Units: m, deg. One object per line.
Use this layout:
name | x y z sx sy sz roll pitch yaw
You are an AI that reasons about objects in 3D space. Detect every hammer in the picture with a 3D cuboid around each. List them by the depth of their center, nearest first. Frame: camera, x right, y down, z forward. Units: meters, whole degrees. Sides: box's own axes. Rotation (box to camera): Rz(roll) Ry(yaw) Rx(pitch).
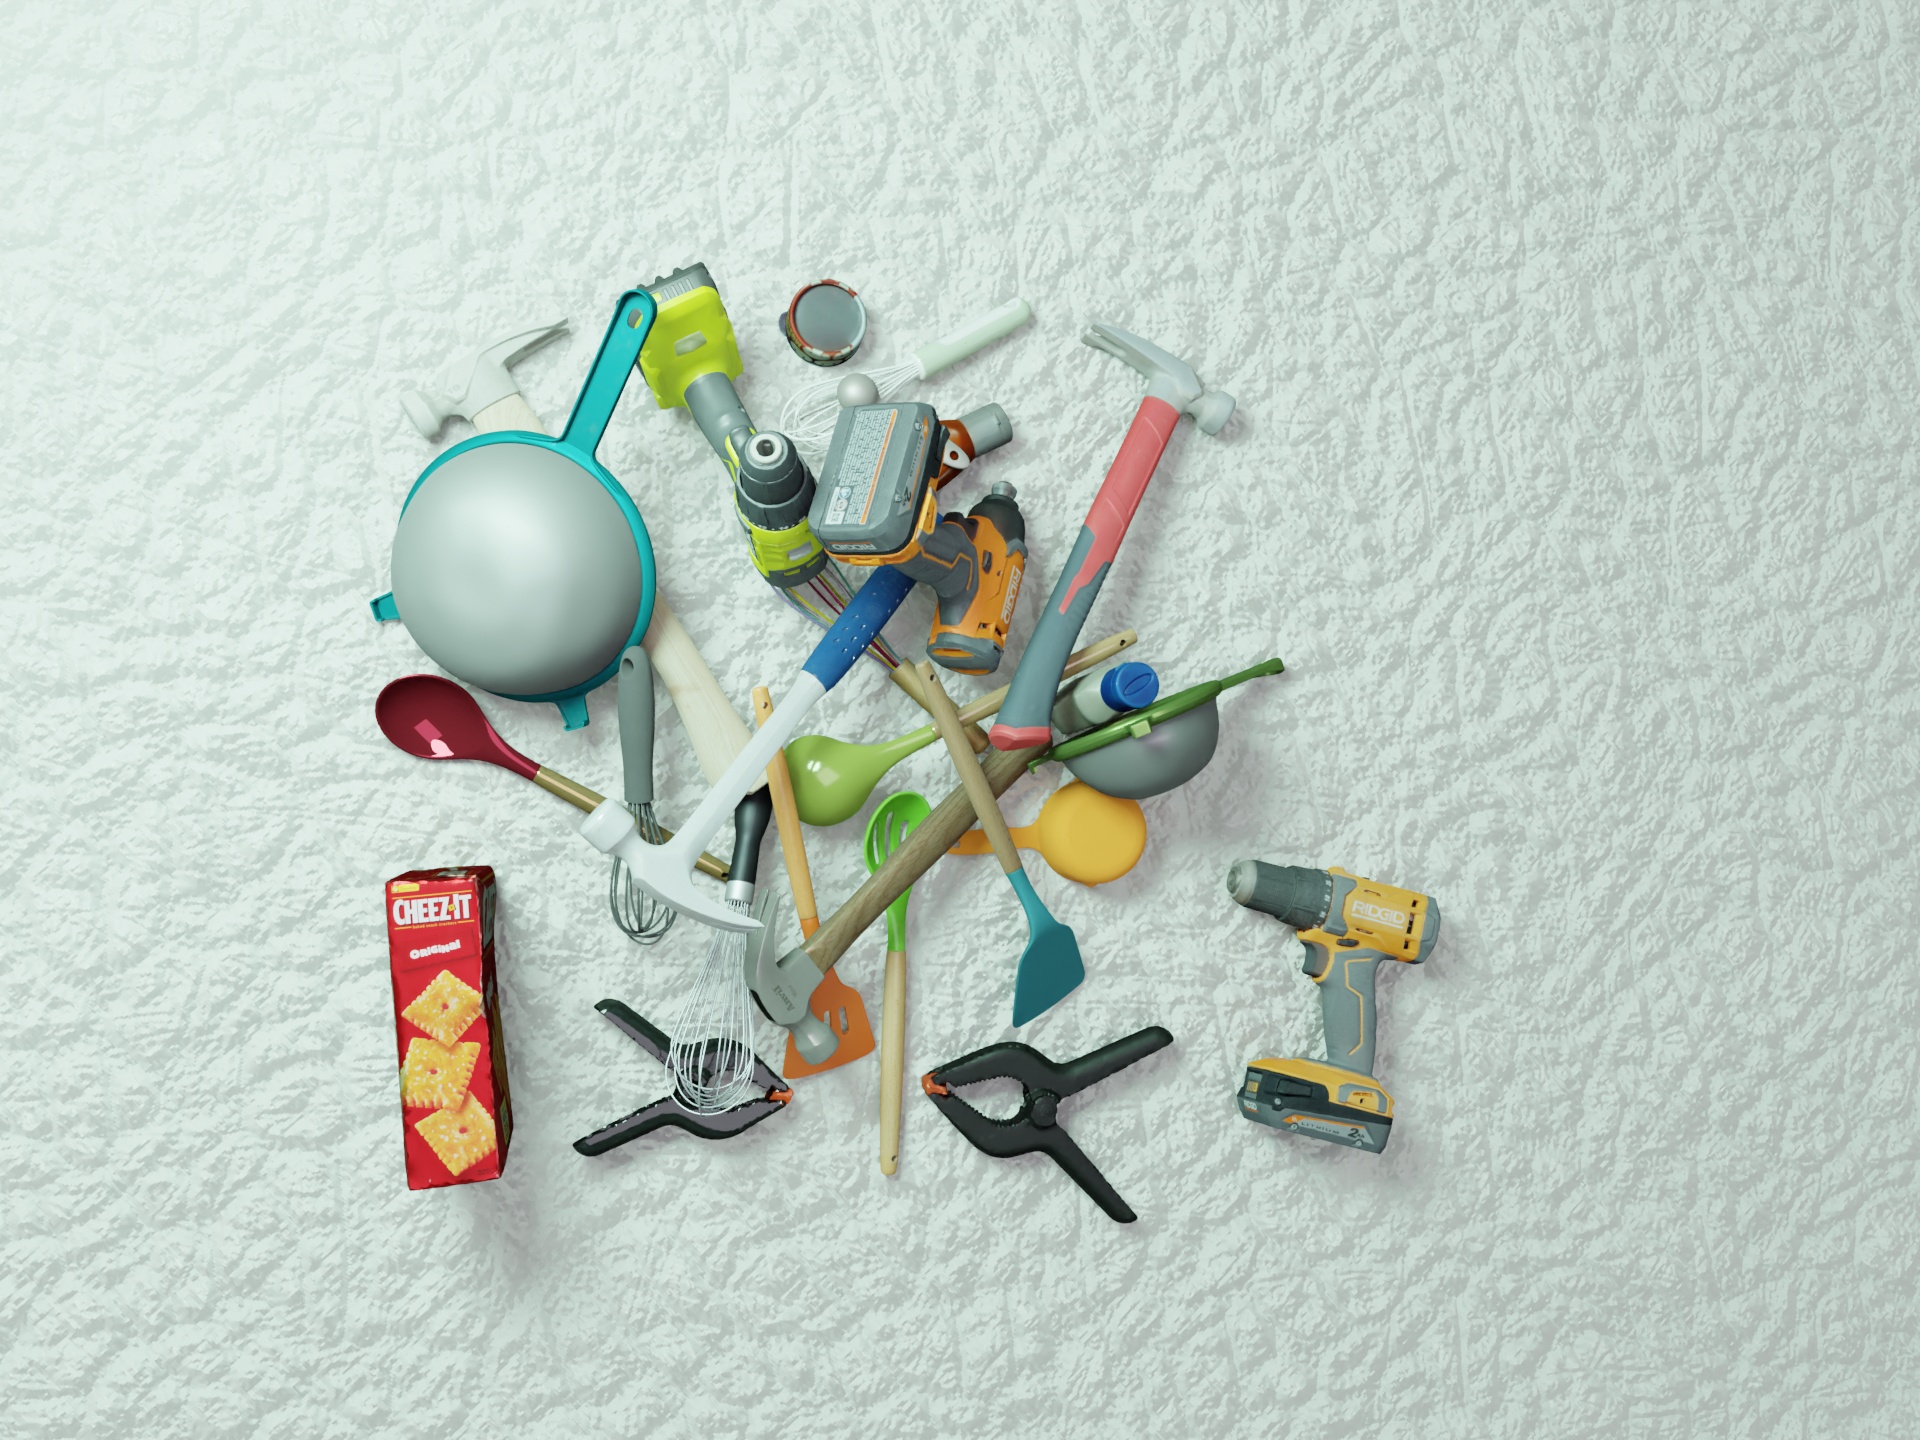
hammer | -0.115 -0.017 1.215 0.144 0.035 0.406 44 56 -15
hammer | -0.265 -0.122 1.258 0.146 0.038 0.410 -35 90 -12
hammer | -0.042 0.111 1.265 0.331 0.031 0.130 -45 115 -24
hammer | 0.098 -0.150 1.301 0.143 0.038 0.386 29 67 -8

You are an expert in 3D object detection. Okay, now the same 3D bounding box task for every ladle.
ladle | -0.311 0.054 1.258 0.315 0.031 0.069 30 103 -11
ladle | -0.002 -0.004 1.295 0.320 0.062 0.078 -26 106 -8

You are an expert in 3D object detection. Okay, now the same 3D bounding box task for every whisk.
whisk | -0.247 0.060 1.229 0.055 0.055 0.239 -2 104 -12
whisk | -0.178 0.166 1.243 0.070 0.070 0.285 11 69 -11
whisk | -0.066 -0.061 1.310 0.245 0.047 0.051 43 91 -11
whisk | -0.043 -0.291 1.322 0.246 0.058 0.059 -32 129 -15

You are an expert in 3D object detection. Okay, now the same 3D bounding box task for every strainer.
strainer | -0.311 -0.157 1.159 0.211 0.095 0.340 30 110 1
strainer | 0.190 0.010 1.313 0.256 0.151 0.069 -21 89 -37

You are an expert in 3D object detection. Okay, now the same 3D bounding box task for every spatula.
spatula | -0.128 0.130 1.254 0.081 0.041 0.322 -14 100 -21
spatula | 0.025 0.097 1.279 0.082 0.044 0.317 -30 104 -28

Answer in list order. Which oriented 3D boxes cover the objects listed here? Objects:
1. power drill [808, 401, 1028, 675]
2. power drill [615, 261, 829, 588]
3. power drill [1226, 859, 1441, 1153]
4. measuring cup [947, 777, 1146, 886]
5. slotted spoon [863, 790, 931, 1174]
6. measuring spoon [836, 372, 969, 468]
power drill | -0.017 -0.152 1.228 0.084 0.226 0.164 3 68 30
power drill | -0.173 -0.227 1.201 0.080 0.190 0.229 -28 75 -9
power drill | 0.298 0.234 1.349 0.185 0.084 0.226 16 80 -10
measuring cup | 0.071 0.096 1.321 0.173 0.052 0.095 -4 88 -14
slotted spoon | -0.055 0.214 1.301 0.070 0.031 0.314 2 89 -40
measuring spoon | -0.044 -0.241 1.286 0.124 0.018 0.034 32 76 -9
